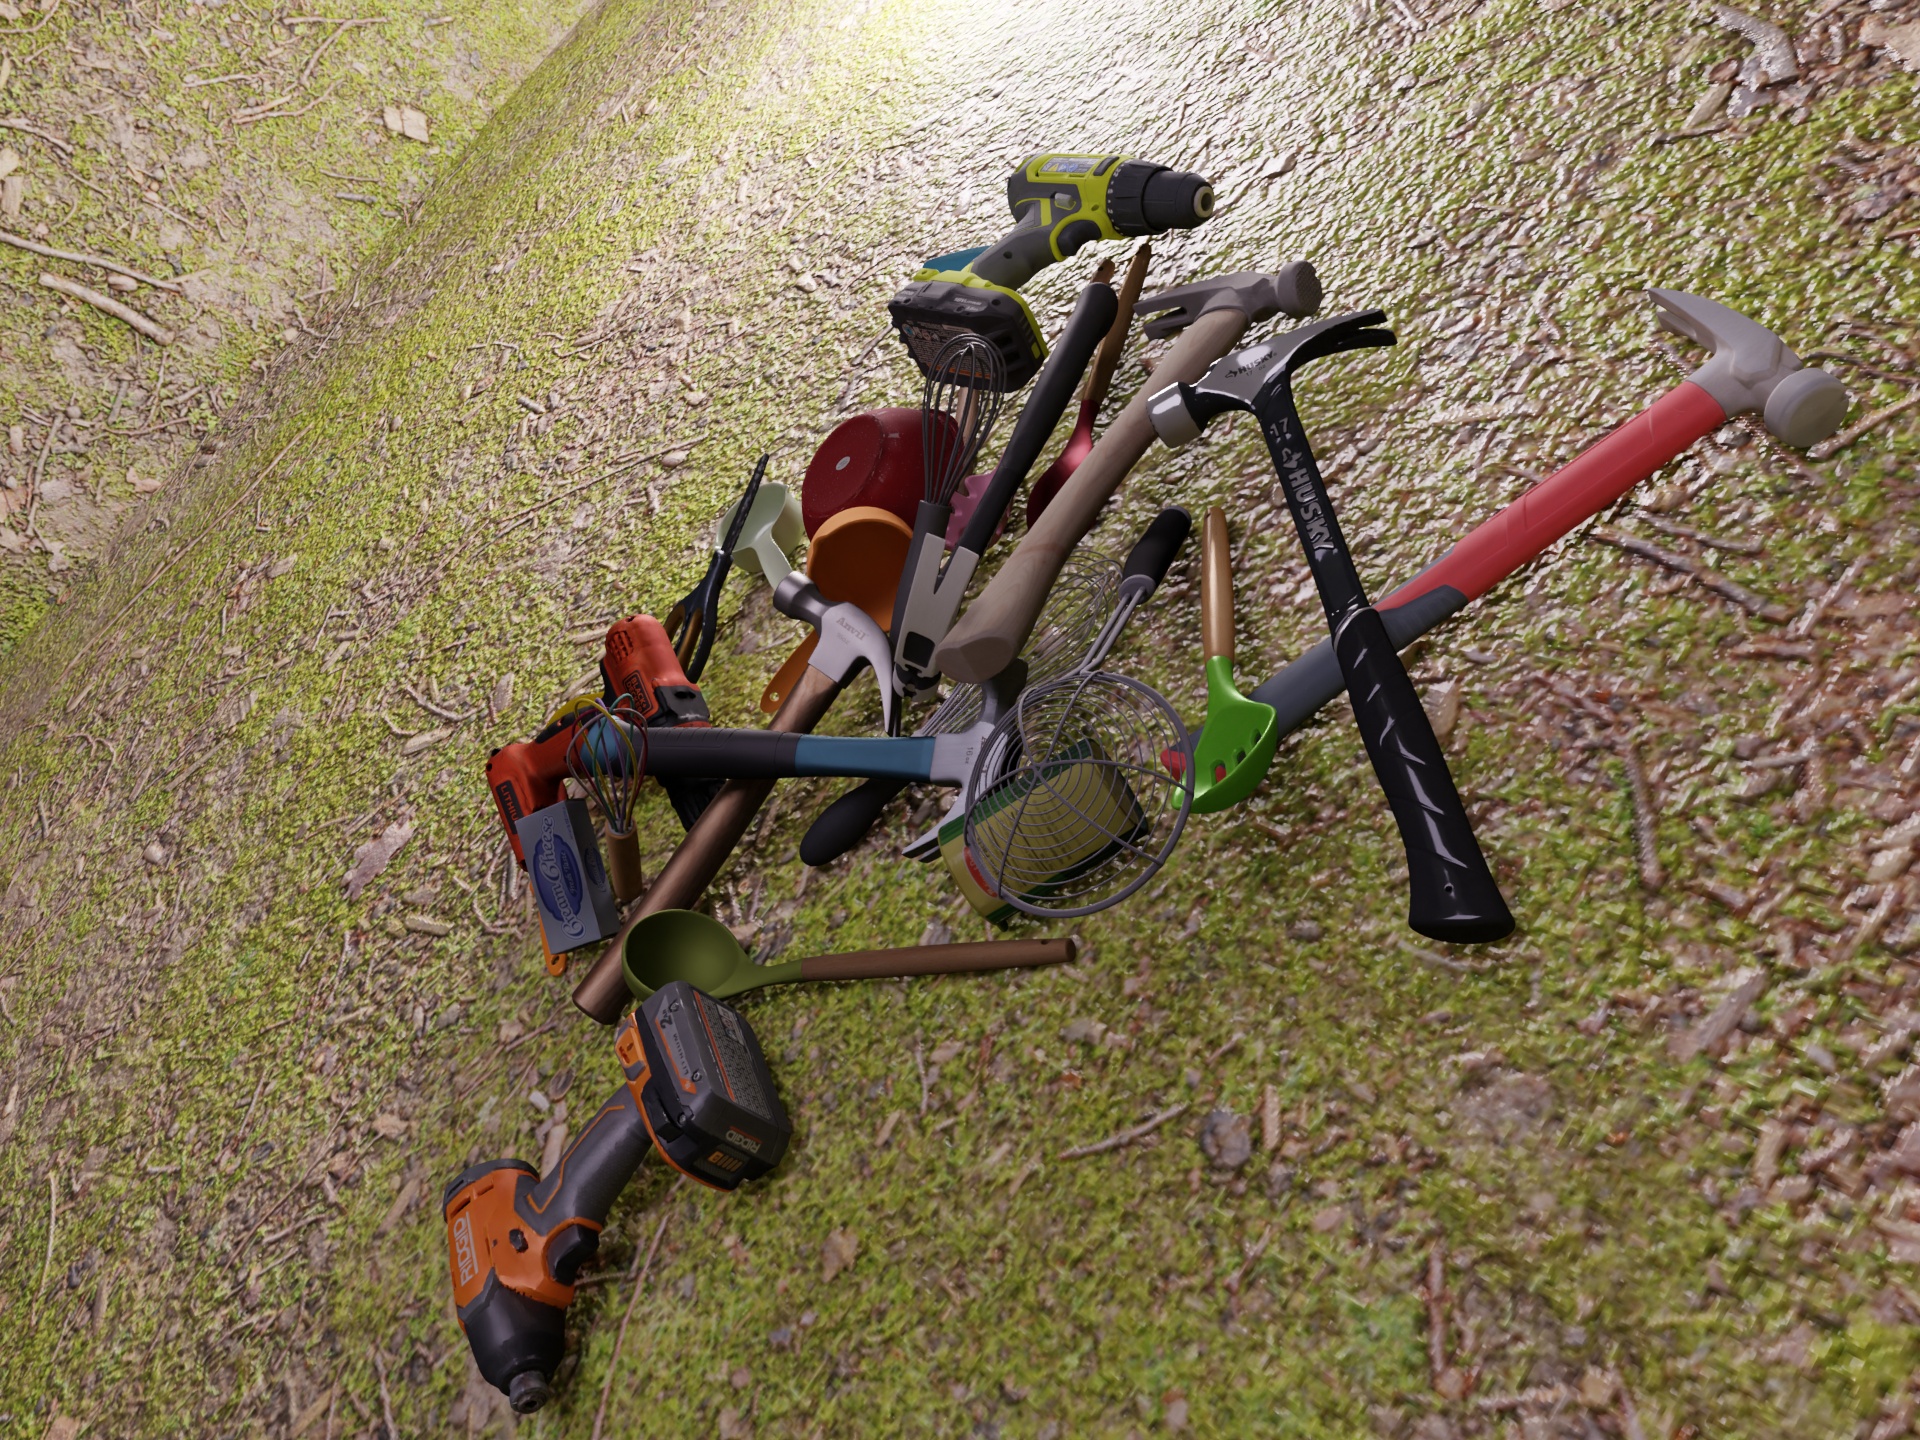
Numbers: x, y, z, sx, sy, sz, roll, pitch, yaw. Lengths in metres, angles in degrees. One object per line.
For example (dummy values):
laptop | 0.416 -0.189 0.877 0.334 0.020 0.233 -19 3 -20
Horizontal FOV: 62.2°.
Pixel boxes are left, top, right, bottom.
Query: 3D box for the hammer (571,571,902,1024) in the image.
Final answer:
hammer | -0.155 0.065 1.088 0.130 0.031 0.331 34 87 19

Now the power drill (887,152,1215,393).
power drill | 0.071 -0.359 1.237 0.191 0.080 0.228 22 63 43

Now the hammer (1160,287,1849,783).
hammer | 0.269 -0.089 0.874 0.386 0.038 0.143 -36 37 10

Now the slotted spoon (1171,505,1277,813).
slotted spoon | 0.148 -0.045 0.900 0.070 0.031 0.314 -41 21 29

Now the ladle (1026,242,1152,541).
ladle | 0.104 -0.251 1.182 0.069 0.031 0.316 -12 46 39

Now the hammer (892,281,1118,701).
hammer | 0.038 -0.177 1.076 0.035 0.146 0.335 24 61 4

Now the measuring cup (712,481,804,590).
measuring cup | -0.149 -0.133 1.292 0.083 0.038 0.168 -39 40 7

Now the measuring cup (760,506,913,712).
measuring cup | -0.095 -0.080 1.167 0.173 0.095 0.052 -50 21 15

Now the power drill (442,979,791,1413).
power drill | -0.208 0.281 0.931 0.226 0.084 0.164 -44 38 8

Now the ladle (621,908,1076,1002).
ladle | -0.076 0.139 0.961 0.320 0.062 0.078 -10 25 32

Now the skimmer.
skimmer | 0.096 -0.025 0.899 0.127 0.090 0.363 -16 20 27

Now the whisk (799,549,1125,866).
whisk | -0.001 -0.003 1.028 0.284 0.070 0.070 -44 37 10

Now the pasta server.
pasta server | 0.056 -0.243 1.207 0.060 0.040 0.316 8 59 32

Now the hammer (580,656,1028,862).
hammer | -0.112 0.021 1.030 0.331 0.033 0.128 1 76 29

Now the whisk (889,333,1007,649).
whisk | -0.014 -0.148 1.103 0.055 0.055 0.239 28 108 51

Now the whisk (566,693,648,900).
whisk | -0.229 0.056 1.057 0.047 0.244 0.051 13 57 0

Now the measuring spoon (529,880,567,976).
measuring spoon | -0.311 0.151 1.194 0.021 0.011 0.117 -40 38 6

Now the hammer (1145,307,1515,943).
hammer | 0.209 -0.063 0.841 0.149 0.036 0.409 -26 51 20

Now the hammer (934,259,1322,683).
hammer | 0.093 -0.170 1.038 0.146 0.038 0.411 0 42 43

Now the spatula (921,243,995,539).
spatula | 0.002 -0.264 1.270 0.082 0.044 0.318 -8 50 15
